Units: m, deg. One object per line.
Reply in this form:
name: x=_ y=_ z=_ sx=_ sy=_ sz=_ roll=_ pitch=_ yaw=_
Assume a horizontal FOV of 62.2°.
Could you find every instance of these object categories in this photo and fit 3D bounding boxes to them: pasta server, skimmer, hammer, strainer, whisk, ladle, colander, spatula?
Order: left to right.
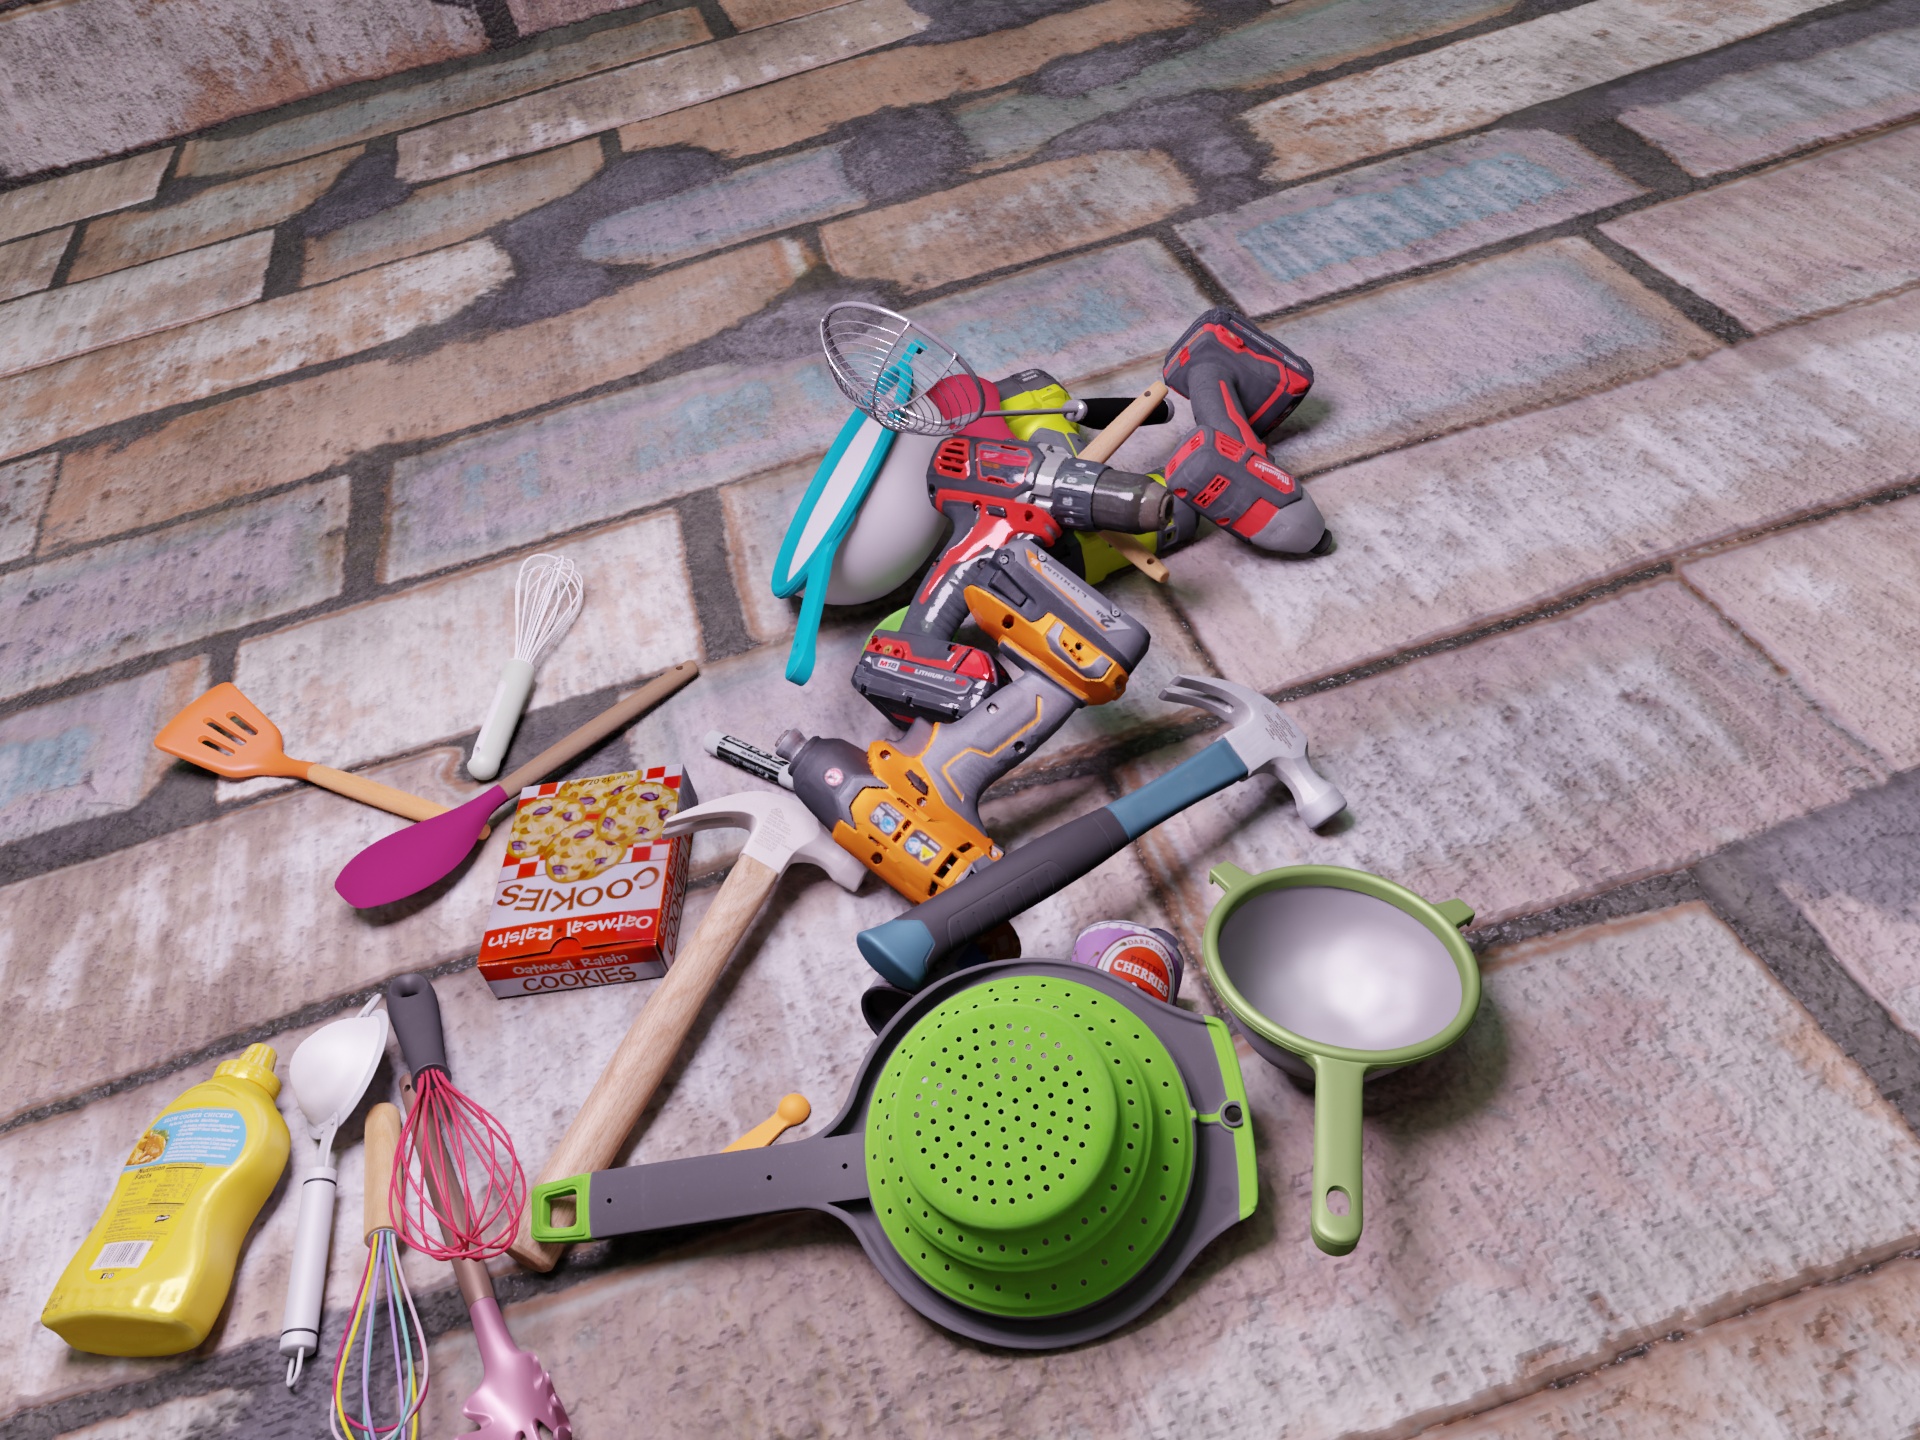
strainer: x=-0.381 y=0.265 z=0.946 sx=0.087 sy=0.050 sz=0.259 roll=-38 pitch=42 yaw=26
spatula: x=-0.489 y=0.040 z=1.234 sx=0.323 sy=0.041 sz=0.081 roll=14 pitch=48 yaw=27
whisk: x=-0.324 y=0.304 z=0.887 sx=0.047 sy=0.051 sz=0.245 roll=15 pitch=26 yaw=-27
whisk: x=-0.312 y=0.223 z=0.942 sx=0.073 sy=0.073 sz=0.296 roll=-27 pitch=29 yaw=-14
pasta server: x=-0.277 y=0.302 z=0.886 sx=0.060 sy=0.040 sz=0.317 roll=-35 pitch=43 yaw=-7
whisk: x=-0.356 y=-0.048 z=1.292 sx=0.058 sy=0.059 sz=0.247 roll=-36 pitch=33 yaw=36
hammer: x=-0.180 y=0.178 z=0.976 sx=0.130 sy=0.031 sz=0.331 roll=29 pitch=56 yaw=1
colander: x=-0.050 y=0.224 z=0.822 sx=0.397 sy=0.094 sz=0.205 roll=-11 pitch=63 yaw=8
strainer: x=-0.067 y=-0.129 z=1.228 sx=0.095 sy=0.211 sz=0.341 roll=27 pitch=40 yaw=-18
skimmer: x=0.049 y=-0.263 z=1.201 sx=0.127 sy=0.090 sz=0.363 roll=13 pitch=18 yaw=42
ladle: x=0.062 y=-0.196 z=1.253 sx=0.069 sy=0.031 sz=0.316 roll=-38 pitch=53 yaw=-7
hammer: x=0.084 y=0.072 z=0.964 sx=0.331 sy=0.033 sz=0.128 roll=-27 pitch=75 yaw=-27
strainer: x=0.197 y=0.185 z=0.847 sx=0.151 sy=0.069 sz=0.257 roll=8 pitch=39 yaw=7

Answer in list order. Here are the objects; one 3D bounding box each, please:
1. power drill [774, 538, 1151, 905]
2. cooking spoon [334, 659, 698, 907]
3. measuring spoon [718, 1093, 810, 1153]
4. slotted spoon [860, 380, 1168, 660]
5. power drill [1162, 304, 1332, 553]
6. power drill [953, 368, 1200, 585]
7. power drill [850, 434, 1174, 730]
power drill: x=-0.002 y=-0.003 z=1.026 sx=0.164 sy=0.084 sz=0.226 roll=37 pitch=82 yaw=3
cooking spoon: x=-0.321 y=0.039 z=1.187 sx=0.069 sy=0.017 sz=0.319 roll=29 pitch=52 yaw=33
measuring spoon: x=-0.136 y=0.254 z=0.919 sx=0.117 sy=0.011 sz=0.021 roll=-36 pitch=45 yaw=-23
slotted spoon: x=0.045 y=-0.140 z=1.208 sx=0.314 sy=0.031 sz=0.070 roll=-46 pitch=55 yaw=4
power drill: x=0.230 y=-0.223 z=1.268 sx=0.143 sy=0.078 sz=0.220 roll=28 pitch=40 yaw=-20
power drill: x=0.068 y=-0.193 z=1.313 sx=0.171 sy=0.080 sz=0.223 roll=-24 pitch=45 yaw=-13
power drill: x=0.037 y=-0.096 z=1.140 sx=0.188 sy=0.080 sz=0.227 roll=14 pitch=74 yaw=26
